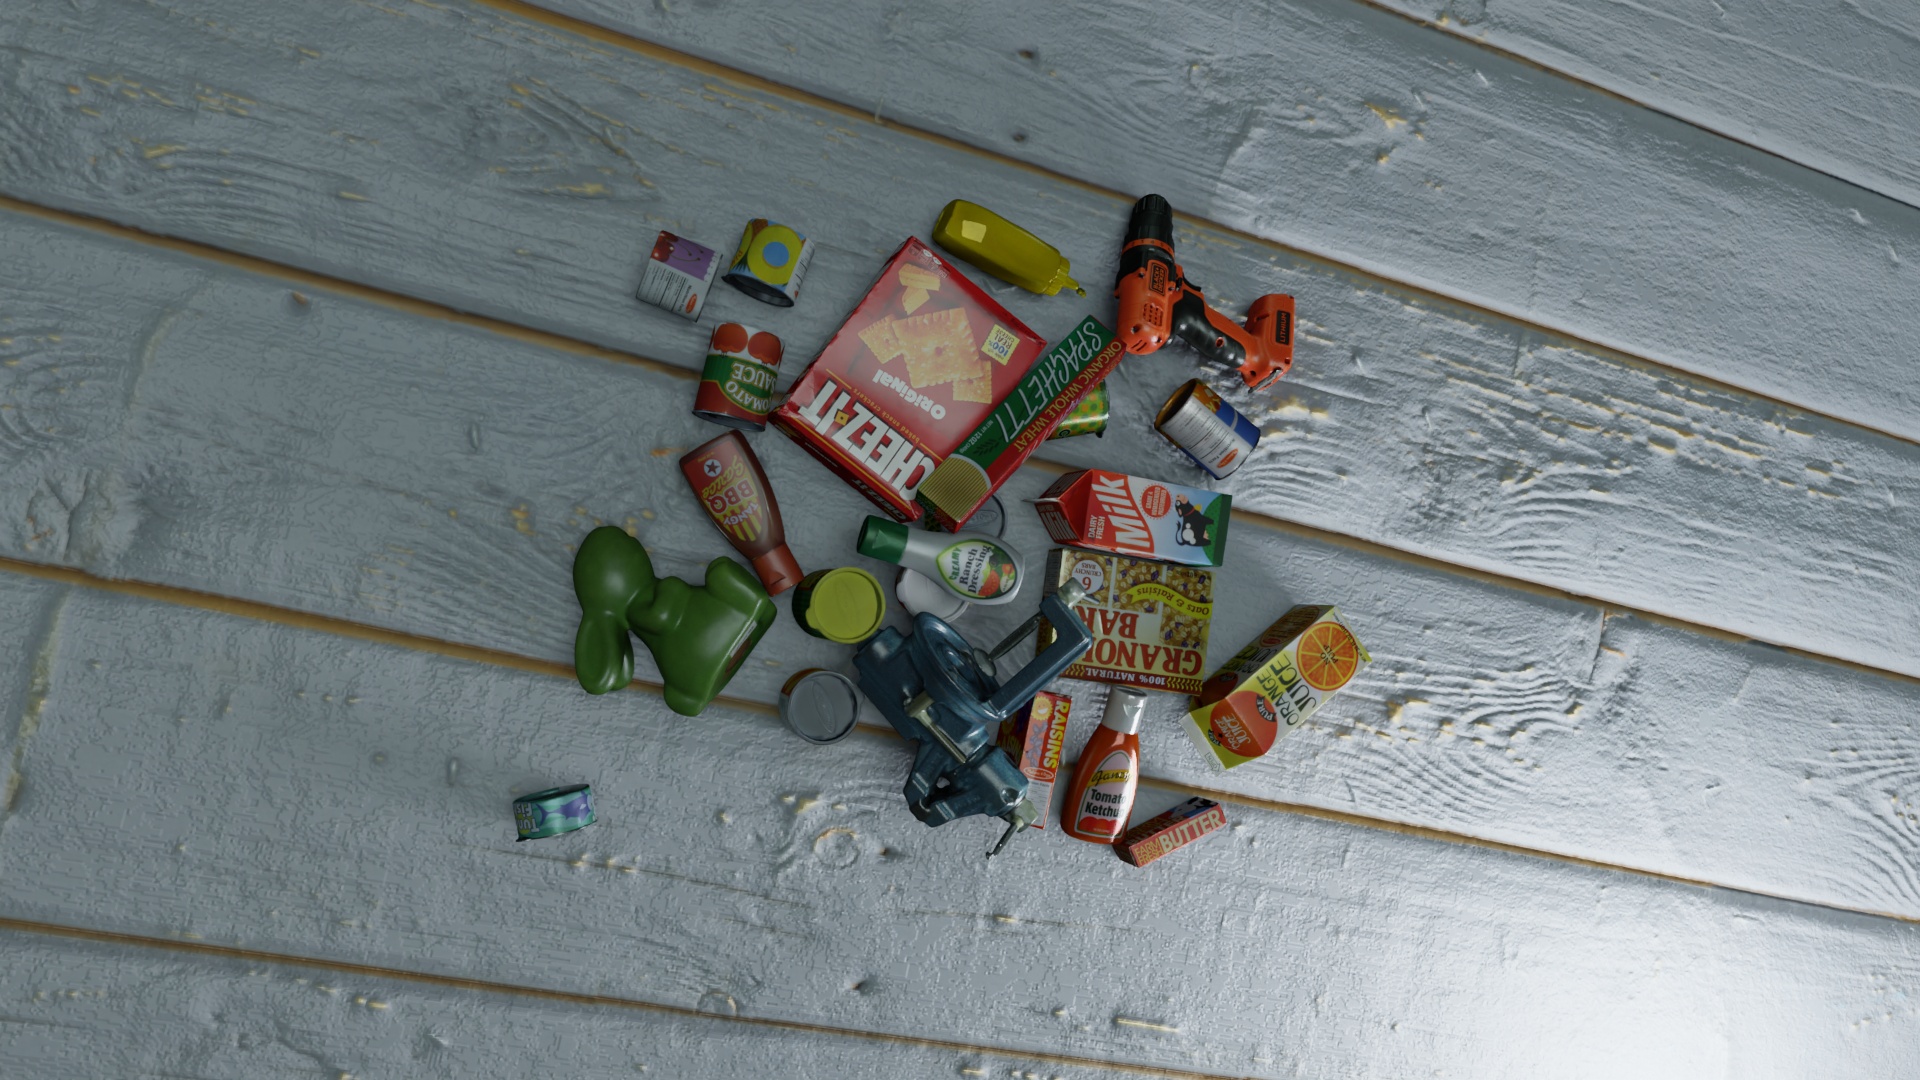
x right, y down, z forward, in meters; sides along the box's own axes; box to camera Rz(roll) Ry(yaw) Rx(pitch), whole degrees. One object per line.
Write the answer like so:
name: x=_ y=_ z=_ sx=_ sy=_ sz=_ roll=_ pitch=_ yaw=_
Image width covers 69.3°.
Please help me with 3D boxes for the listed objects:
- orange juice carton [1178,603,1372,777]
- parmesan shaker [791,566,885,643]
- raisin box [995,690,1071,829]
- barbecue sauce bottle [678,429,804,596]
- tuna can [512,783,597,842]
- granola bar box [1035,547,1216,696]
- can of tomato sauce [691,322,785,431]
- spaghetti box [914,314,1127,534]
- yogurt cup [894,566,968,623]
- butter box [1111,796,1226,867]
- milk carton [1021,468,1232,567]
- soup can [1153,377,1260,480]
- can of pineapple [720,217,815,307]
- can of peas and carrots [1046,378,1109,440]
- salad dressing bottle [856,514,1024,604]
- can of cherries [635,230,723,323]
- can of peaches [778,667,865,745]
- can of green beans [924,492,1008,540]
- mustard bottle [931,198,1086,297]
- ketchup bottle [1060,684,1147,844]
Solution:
orange juice carton: x=0.304 y=0.147 z=1.377 sx=0.193 sy=0.073 sz=0.071 roll=-37 pitch=99 yaw=-14
parmesan shaker: x=-0.114 y=0.058 z=1.240 sx=0.071 sy=0.103 sz=0.071 roll=1 pitch=88 yaw=-17
raisin box: x=0.062 y=0.199 z=1.296 sx=0.040 sy=0.086 sz=0.123 roll=14 pitch=84 yaw=-14
barbecue sauce bottle: x=-0.190 y=-0.022 z=1.246 sx=0.065 sy=0.044 sz=0.148 roll=-28 pitch=94 yaw=9
tuna can: x=-0.348 y=0.231 z=1.182 sx=0.071 sy=0.071 sz=0.033 roll=-11 pitch=90 yaw=-17
granola bar box: x=0.162 y=0.080 z=1.354 sx=0.166 sy=0.039 sz=0.124 roll=9 pitch=86 yaw=-16
can of tomato sauce: x=-0.196 y=-0.145 z=1.241 sx=0.071 sy=0.071 sz=0.083 roll=14 pitch=84 yaw=-16
spaghetti box: x=0.058 y=-0.110 z=1.263 sx=0.050 sy=0.028 sz=0.251 roll=40 pitch=69 yaw=9
yogurt cup: x=-0.029 y=0.043 z=1.291 sx=0.072 sy=0.054 sz=0.072 roll=1 pitch=88 yaw=-17
butter box: x=0.202 y=0.283 z=1.351 sx=0.104 sy=0.053 sz=0.024 roll=-22 pitch=93 yaw=-16
milk carton: x=0.158 y=-0.024 z=1.340 sx=0.191 sy=0.072 sz=0.073 roll=10 pitch=86 yaw=-16
soup can: x=0.244 y=-0.111 z=1.375 sx=0.084 sy=0.071 sz=0.071 roll=38 pitch=78 yaw=-11
can of pineapple: x=-0.173 y=-0.251 z=1.254 sx=0.071 sy=0.071 sz=0.058 roll=22 pitch=82 yaw=-15
can of peas and carrots: x=0.104 y=-0.129 z=1.332 sx=0.059 sy=0.071 sz=0.071 roll=-10 pitch=91 yaw=-16
salad dressing bottle: x=-0.018 y=0.015 z=1.243 sx=0.148 sy=0.044 sz=0.064 roll=17 pitch=94 yaw=-12
can of cherries: x=-0.249 y=-0.236 z=1.233 sx=0.058 sy=0.071 sz=0.071 roll=21 pitch=83 yaw=-14
can of peaches: x=-0.126 y=0.149 z=1.257 sx=0.071 sy=0.058 sz=0.071 roll=1 pitch=87 yaw=-17
can of green beans: x=0.005 y=-0.019 z=1.302 sx=0.071 sy=0.058 sz=0.071 roll=1 pitch=88 yaw=-16
mustard bottle: x=0.053 y=-0.272 z=1.326 sx=0.160 sy=0.065 sz=0.049 roll=23 pitch=87 yaw=-20
ketchup bottle: x=0.142 y=0.213 z=1.325 sx=0.065 sy=0.043 sz=0.148 roll=12 pitch=98 yaw=-15
